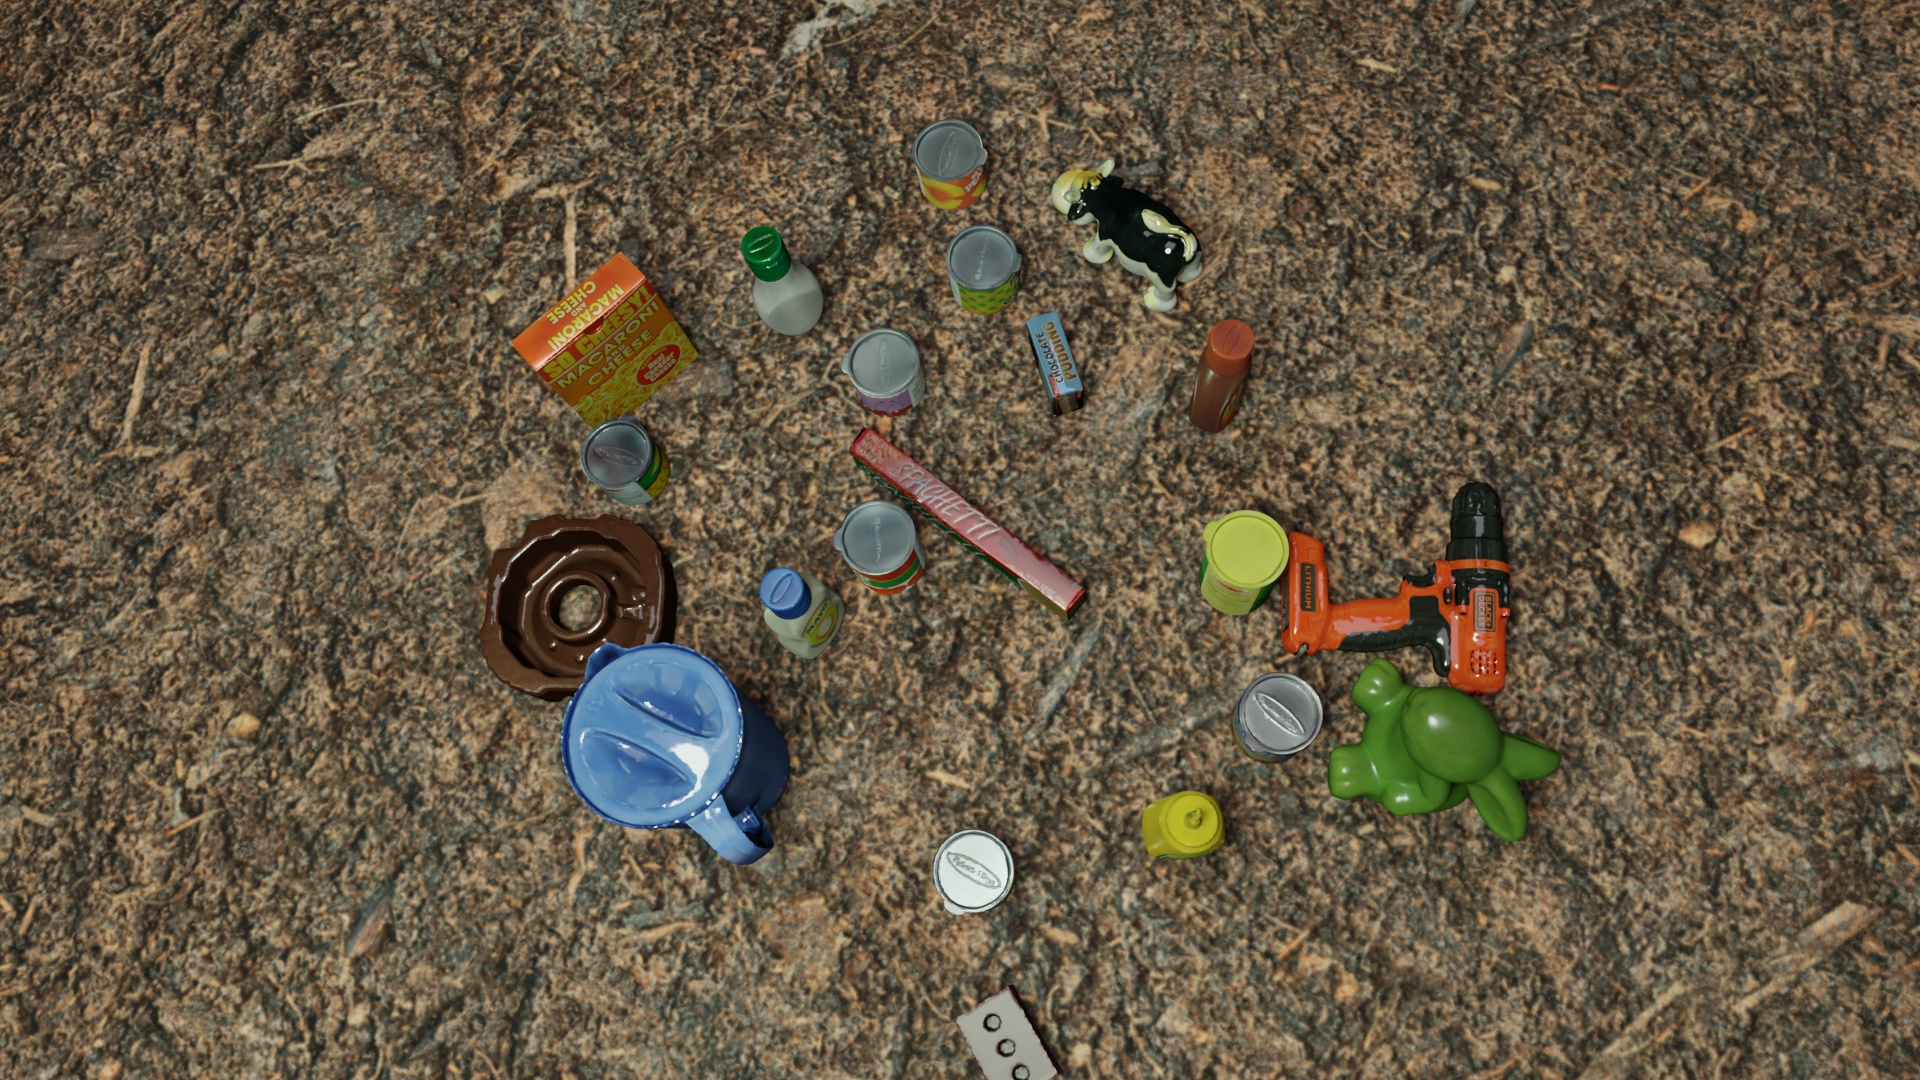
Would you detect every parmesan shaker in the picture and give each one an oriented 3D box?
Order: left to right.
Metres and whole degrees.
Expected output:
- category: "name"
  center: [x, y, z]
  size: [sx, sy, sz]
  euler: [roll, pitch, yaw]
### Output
- category: "parmesan shaker"
  center: [0.235, 0.019, 1.174]
  size: [0.071, 0.103, 0.071]
  euler: [-1, 75, 5]

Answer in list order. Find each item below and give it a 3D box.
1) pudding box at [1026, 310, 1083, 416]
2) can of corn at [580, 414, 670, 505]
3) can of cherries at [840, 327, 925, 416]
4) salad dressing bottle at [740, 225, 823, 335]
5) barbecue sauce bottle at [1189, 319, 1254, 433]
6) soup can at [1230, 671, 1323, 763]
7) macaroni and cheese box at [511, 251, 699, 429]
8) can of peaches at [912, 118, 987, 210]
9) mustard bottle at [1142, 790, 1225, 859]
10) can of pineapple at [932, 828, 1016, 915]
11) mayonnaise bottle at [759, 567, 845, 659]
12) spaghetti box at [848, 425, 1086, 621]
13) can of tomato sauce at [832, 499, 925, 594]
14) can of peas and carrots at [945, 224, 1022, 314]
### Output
- category: "pudding box"
  center: [0.086, -0.161, 1.266]
  size: [0.030, 0.049, 0.084]
  euler: [-17, 74, 1]
- category: "can of corn"
  center: [-0.305, -0.073, 1.272]
  size: [0.071, 0.058, 0.071]
  euler: [-1, 74, 5]
- category: "can of cherries"
  center: [-0.070, -0.154, 1.273]
  size: [0.071, 0.058, 0.071]
  euler: [-1, 74, 5]
- category: "salad dressing bottle"
  center: [-0.163, -0.235, 1.258]
  size: [0.064, 0.147, 0.044]
  euler: [-28, 74, -3]
- category: "barbecue sauce bottle"
  center: [0.226, -0.145, 1.197]
  size: [0.044, 0.148, 0.065]
  euler: [26, 79, 11]
- category: "soup can"
  center: [0.257, 0.150, 1.145]
  size: [0.071, 0.083, 0.071]
  euler: [-1, 75, 5]
- category: "macaroni and cheese box"
  center: [-0.312, -0.171, 1.244]
  size: [0.124, 0.166, 0.040]
  euler: [-42, 75, -7]
- category: "can of peaches"
  center: [-0.007, -0.357, 1.325]
  size: [0.071, 0.058, 0.071]
  euler: [-1, 74, 5]
- category: "mustard bottle"
  center: [0.177, 0.224, 1.091]
  size: [0.065, 0.160, 0.049]
  euler: [-7, 74, 4]
- category: "can of pineapple"
  center: [0.011, 0.274, 1.146]
  size: [0.071, 0.057, 0.071]
  euler: [-1, 74, 5]
- category: "mayonnaise bottle"
  center: [-0.136, 0.058, 1.173]
  size: [0.041, 0.147, 0.065]
  euler: [30, 80, 12]
- category: "spaghetti box"
  center: [0.004, -0.015, 1.232]
  size: [0.250, 0.050, 0.029]
  euler: [37, 81, 14]
- category: "can of tomato sauce"
  center: [-0.069, 0.008, 1.215]
  size: [0.071, 0.083, 0.071]
  euler: [-1, 75, 5]
- category: "can of peas and carrots"
  center: [0.024, -0.251, 1.292]
  size: [0.071, 0.058, 0.071]
  euler: [-1, 74, 5]
